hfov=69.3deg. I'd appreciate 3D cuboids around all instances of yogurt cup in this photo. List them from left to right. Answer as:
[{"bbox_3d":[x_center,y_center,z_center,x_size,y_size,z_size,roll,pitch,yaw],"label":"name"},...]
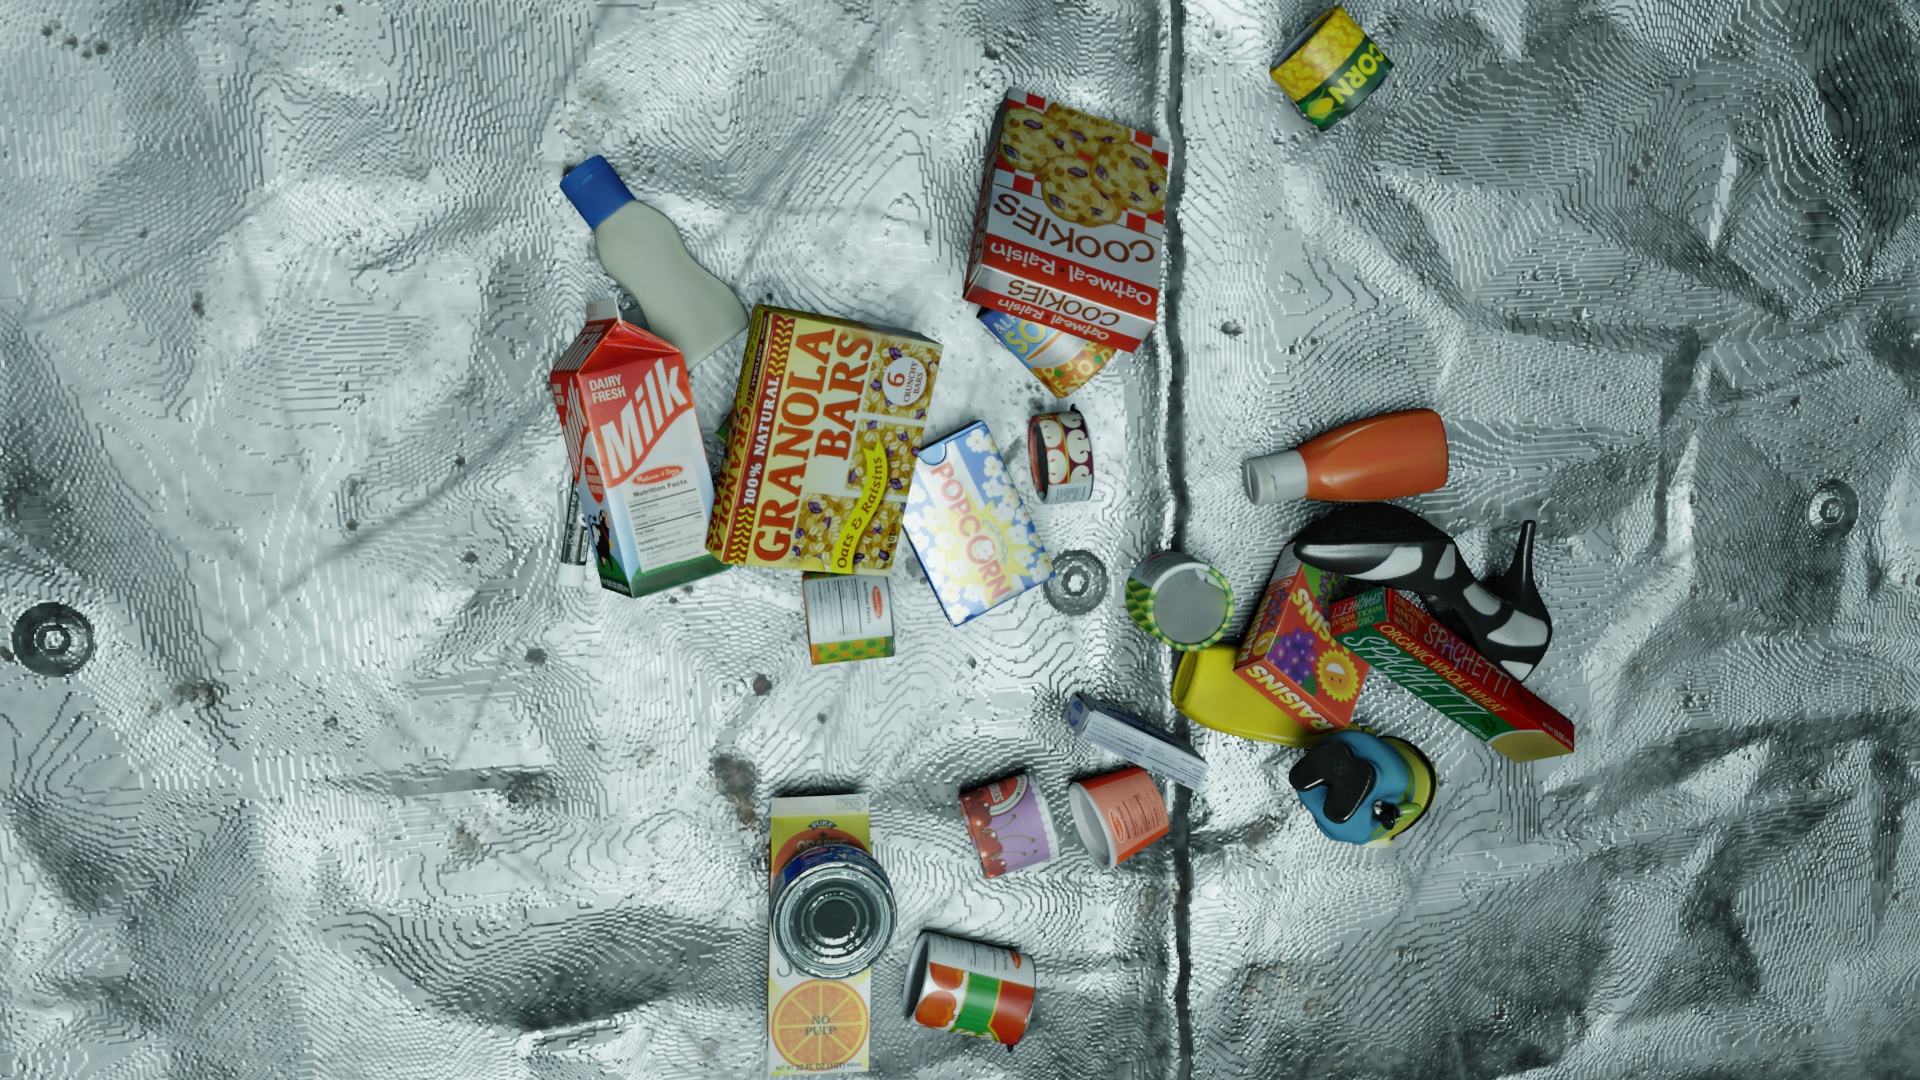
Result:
[{"bbox_3d":[0.118,0.202,1.030,0.054,0.072,0.072,-21,100,-15],"label":"yogurt cup"}]

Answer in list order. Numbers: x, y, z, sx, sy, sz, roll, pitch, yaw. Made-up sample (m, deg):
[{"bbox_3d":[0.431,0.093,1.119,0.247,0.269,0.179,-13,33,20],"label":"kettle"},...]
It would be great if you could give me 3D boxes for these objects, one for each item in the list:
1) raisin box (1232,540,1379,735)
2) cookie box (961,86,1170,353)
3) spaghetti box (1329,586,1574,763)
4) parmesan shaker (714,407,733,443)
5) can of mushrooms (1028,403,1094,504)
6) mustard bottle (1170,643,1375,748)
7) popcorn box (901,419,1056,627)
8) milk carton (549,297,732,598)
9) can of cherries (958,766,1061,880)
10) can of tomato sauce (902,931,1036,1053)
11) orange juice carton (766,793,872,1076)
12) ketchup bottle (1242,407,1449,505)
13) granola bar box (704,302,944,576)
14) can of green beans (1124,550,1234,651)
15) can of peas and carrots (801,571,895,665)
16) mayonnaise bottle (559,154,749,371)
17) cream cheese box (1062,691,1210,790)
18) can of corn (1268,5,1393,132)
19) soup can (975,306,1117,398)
[{"bbox_3d":[0.260,0.068,1.021,0.086,0.040,0.124,39,57,-13],"label":"raisin box"},{"bbox_3d":[0.074,-0.217,0.938,0.123,0.040,0.168,16,58,-12],"label":"cookie box"},{"bbox_3d":[0.367,0.104,1.029,0.250,0.050,0.029,31,53,-30],"label":"spaghetti box"},{"bbox_3d":[-0.111,-0.096,0.953,0.071,0.071,0.103,34,90,-12],"label":"parmesan shaker"},{"bbox_3d":[0.071,-0.061,0.988,0.033,0.071,0.071,-7,98,-8],"label":"can of mushrooms"},{"bbox_3d":[0.240,0.125,1.048,0.160,0.049,0.065,19,90,-12],"label":"mustard bottle"},{"bbox_3d":[0.004,-0.012,0.995,0.085,0.038,0.126,-27,101,-4],"label":"popcorn box"},{"bbox_3d":[-0.217,-0.065,0.920,0.074,0.072,0.190,-17,104,-29],"label":"milk carton"},{"bbox_3d":[0.035,0.206,1.014,0.058,0.071,0.071,-17,100,-6],"label":"can of cherries"},{"bbox_3d":[0.005,0.332,1.024,0.083,0.071,0.071,16,94,-11],"label":"can of tomato sauce"},{"bbox_3d":[-0.102,0.276,0.995,0.072,0.073,0.192,1,96,-9],"label":"orange juice carton"},{"bbox_3d":[0.287,-0.057,1.036,0.149,0.043,0.064,-11,101,-8],"label":"ketchup bottle"},{"bbox_3d":[-0.089,-0.062,0.910,0.124,0.039,0.165,6,104,-31],"label":"granola bar box"},{"bbox_3d":[0.161,0.044,1.019,0.071,0.058,0.071,-1,98,-10],"label":"can of green beans"},{"bbox_3d":[-0.079,0.053,0.977,0.059,0.071,0.071,-6,98,-9],"label":"can of peas and carrots"},{"bbox_3d":[-0.209,-0.189,0.936,0.065,0.041,0.148,-38,101,-3],"label":"mayonnaise bottle"},{"bbox_3d":[0.130,0.148,1.030,0.104,0.053,0.024,25,94,-12],"label":"cream cheese box"},{"bbox_3d":[0.263,-0.335,0.984,0.058,0.071,0.071,43,89,-11],"label":"can of corn"},{"bbox_3d":[0.063,-0.150,0.972,0.083,0.071,0.071,44,89,-12],"label":"soup can"}]
